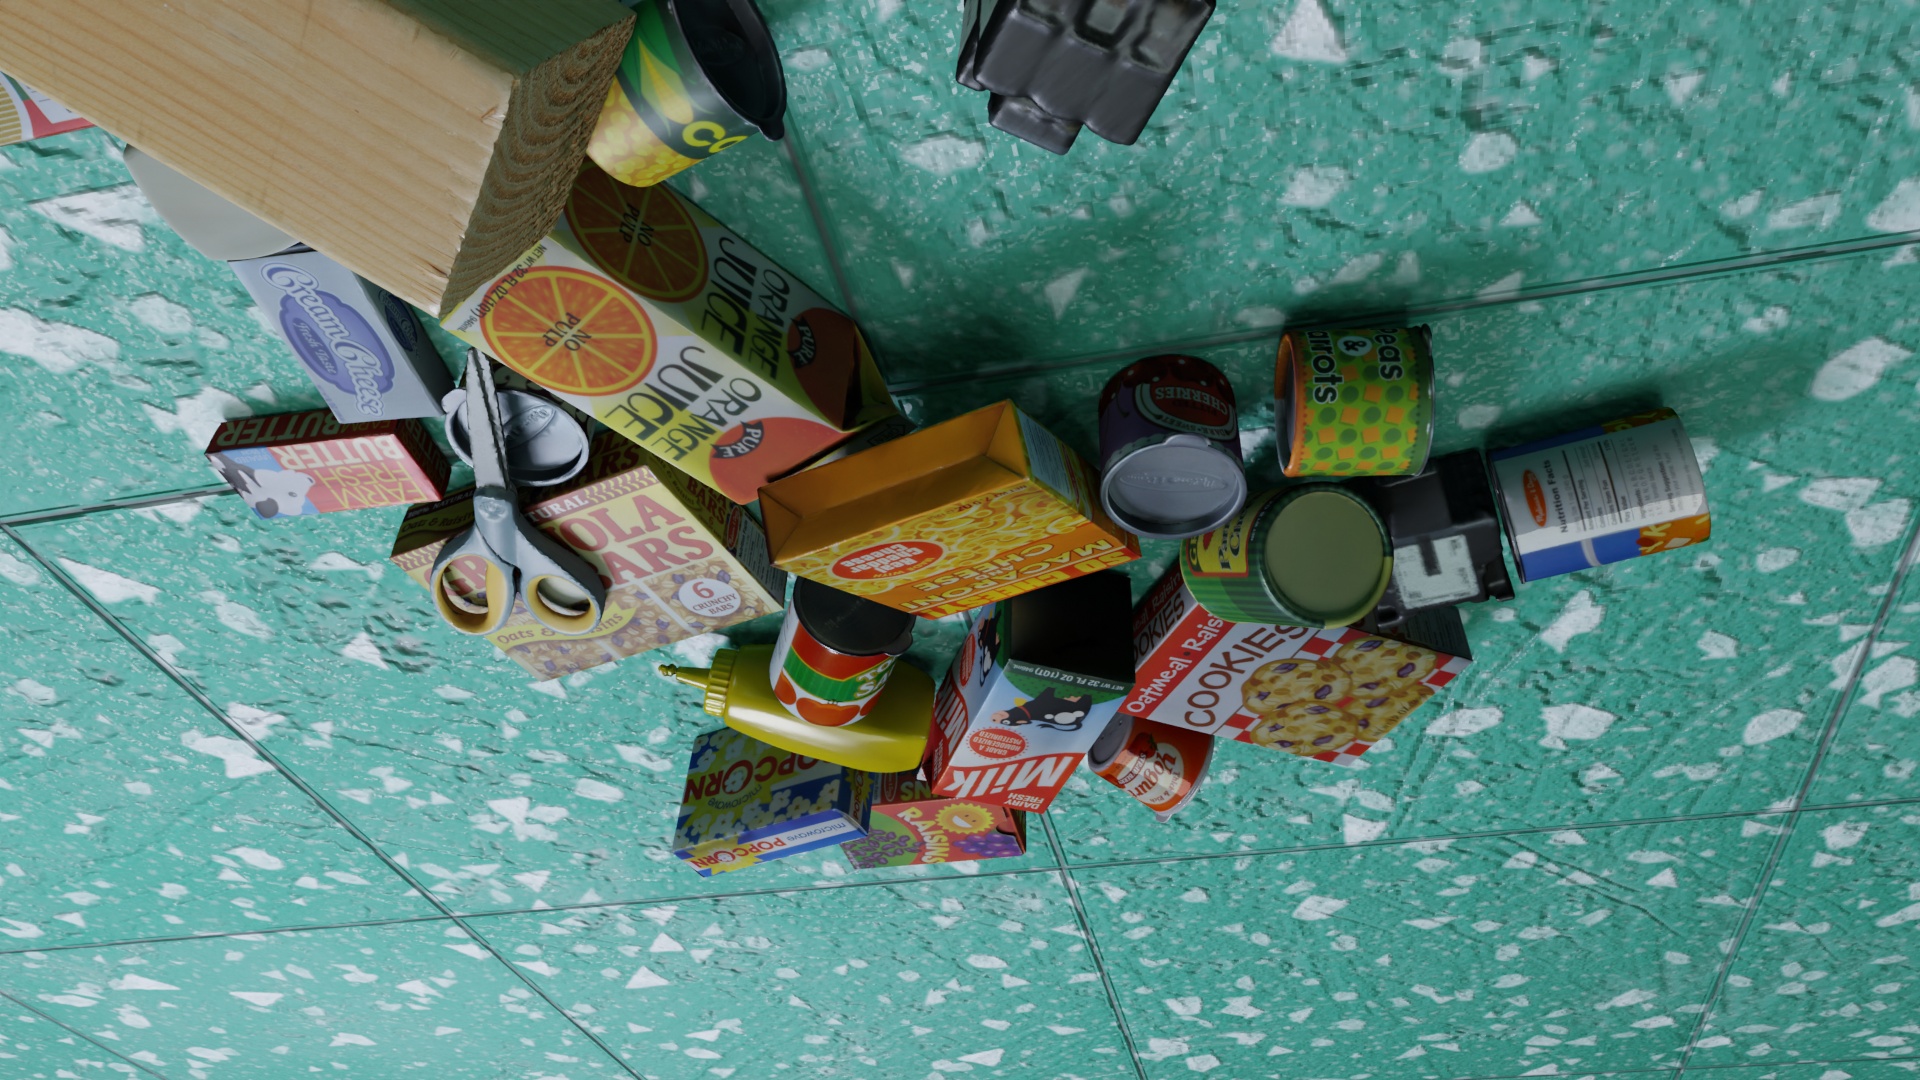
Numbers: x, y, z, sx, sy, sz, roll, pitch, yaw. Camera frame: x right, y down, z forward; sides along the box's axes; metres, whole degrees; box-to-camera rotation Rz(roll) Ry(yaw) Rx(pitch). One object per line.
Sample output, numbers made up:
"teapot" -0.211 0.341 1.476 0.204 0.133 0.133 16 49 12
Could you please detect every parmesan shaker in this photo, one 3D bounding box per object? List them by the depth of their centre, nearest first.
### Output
"parmesan shaker" 0.154 0.005 0.659 0.071 0.071 0.103 10 176 -9

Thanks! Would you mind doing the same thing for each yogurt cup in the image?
"yogurt cup" 0.113 0.125 0.841 0.054 0.073 0.072 26 135 -14

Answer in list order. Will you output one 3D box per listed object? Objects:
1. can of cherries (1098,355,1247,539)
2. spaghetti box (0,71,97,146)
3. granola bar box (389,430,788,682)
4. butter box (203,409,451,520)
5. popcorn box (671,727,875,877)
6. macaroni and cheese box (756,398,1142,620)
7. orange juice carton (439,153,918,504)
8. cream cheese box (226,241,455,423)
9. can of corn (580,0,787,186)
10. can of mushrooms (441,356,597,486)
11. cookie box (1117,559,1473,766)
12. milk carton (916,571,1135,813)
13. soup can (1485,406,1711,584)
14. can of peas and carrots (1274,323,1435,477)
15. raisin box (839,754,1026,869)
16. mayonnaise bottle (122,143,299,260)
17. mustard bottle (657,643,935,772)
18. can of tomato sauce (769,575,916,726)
"can of cherries" 0.098 -0.045 0.643 0.071 0.059 0.071 2 140 2
"spaghetti box" -0.286 -0.188 0.512 0.250 0.029 0.050 -7 139 11
"granola bar box" -0.192 0.009 0.733 0.165 0.039 0.124 -17 135 21
"butter box" -0.313 -0.039 0.693 0.103 0.024 0.053 -6 140 10
"popcorn box" -0.113 0.152 0.864 0.126 0.085 0.038 -19 134 24
"macaroni and cheese box" 0.002 -0.008 0.653 0.123 0.040 0.166 -18 162 19
"orange juice carton" -0.111 -0.082 0.596 0.192 0.073 0.071 33 131 -32
"cream cheese box" -0.275 -0.096 0.624 0.053 0.024 0.103 -5 139 8
"can of corn" -0.104 -0.166 0.499 0.058 0.071 0.071 -18 136 24
"can of mushrooms" -0.208 -0.060 0.656 0.071 0.034 0.070 1 140 1
"cookie box" 0.179 0.066 0.786 0.167 0.040 0.122 15 138 -16
"milk carton" 0.032 0.097 0.801 0.072 0.074 0.189 12 139 -11
"soup can" 0.300 -0.021 0.659 0.083 0.072 0.071 -15 137 19
"can of peas and carrots" 0.172 -0.063 0.613 0.059 0.071 0.070 -1 140 5
"raisin box" -0.023 0.181 0.930 0.123 0.040 0.085 -8 138 10
"mayonnaise bottle" -0.244 -0.151 0.546 0.148 0.041 0.064 -8 142 10
"mustard bottle" -0.097 0.091 0.812 0.160 0.066 0.048 13 134 -3
"can of tomato sauce" -0.064 0.055 0.758 0.071 0.071 0.082 11 143 -11
